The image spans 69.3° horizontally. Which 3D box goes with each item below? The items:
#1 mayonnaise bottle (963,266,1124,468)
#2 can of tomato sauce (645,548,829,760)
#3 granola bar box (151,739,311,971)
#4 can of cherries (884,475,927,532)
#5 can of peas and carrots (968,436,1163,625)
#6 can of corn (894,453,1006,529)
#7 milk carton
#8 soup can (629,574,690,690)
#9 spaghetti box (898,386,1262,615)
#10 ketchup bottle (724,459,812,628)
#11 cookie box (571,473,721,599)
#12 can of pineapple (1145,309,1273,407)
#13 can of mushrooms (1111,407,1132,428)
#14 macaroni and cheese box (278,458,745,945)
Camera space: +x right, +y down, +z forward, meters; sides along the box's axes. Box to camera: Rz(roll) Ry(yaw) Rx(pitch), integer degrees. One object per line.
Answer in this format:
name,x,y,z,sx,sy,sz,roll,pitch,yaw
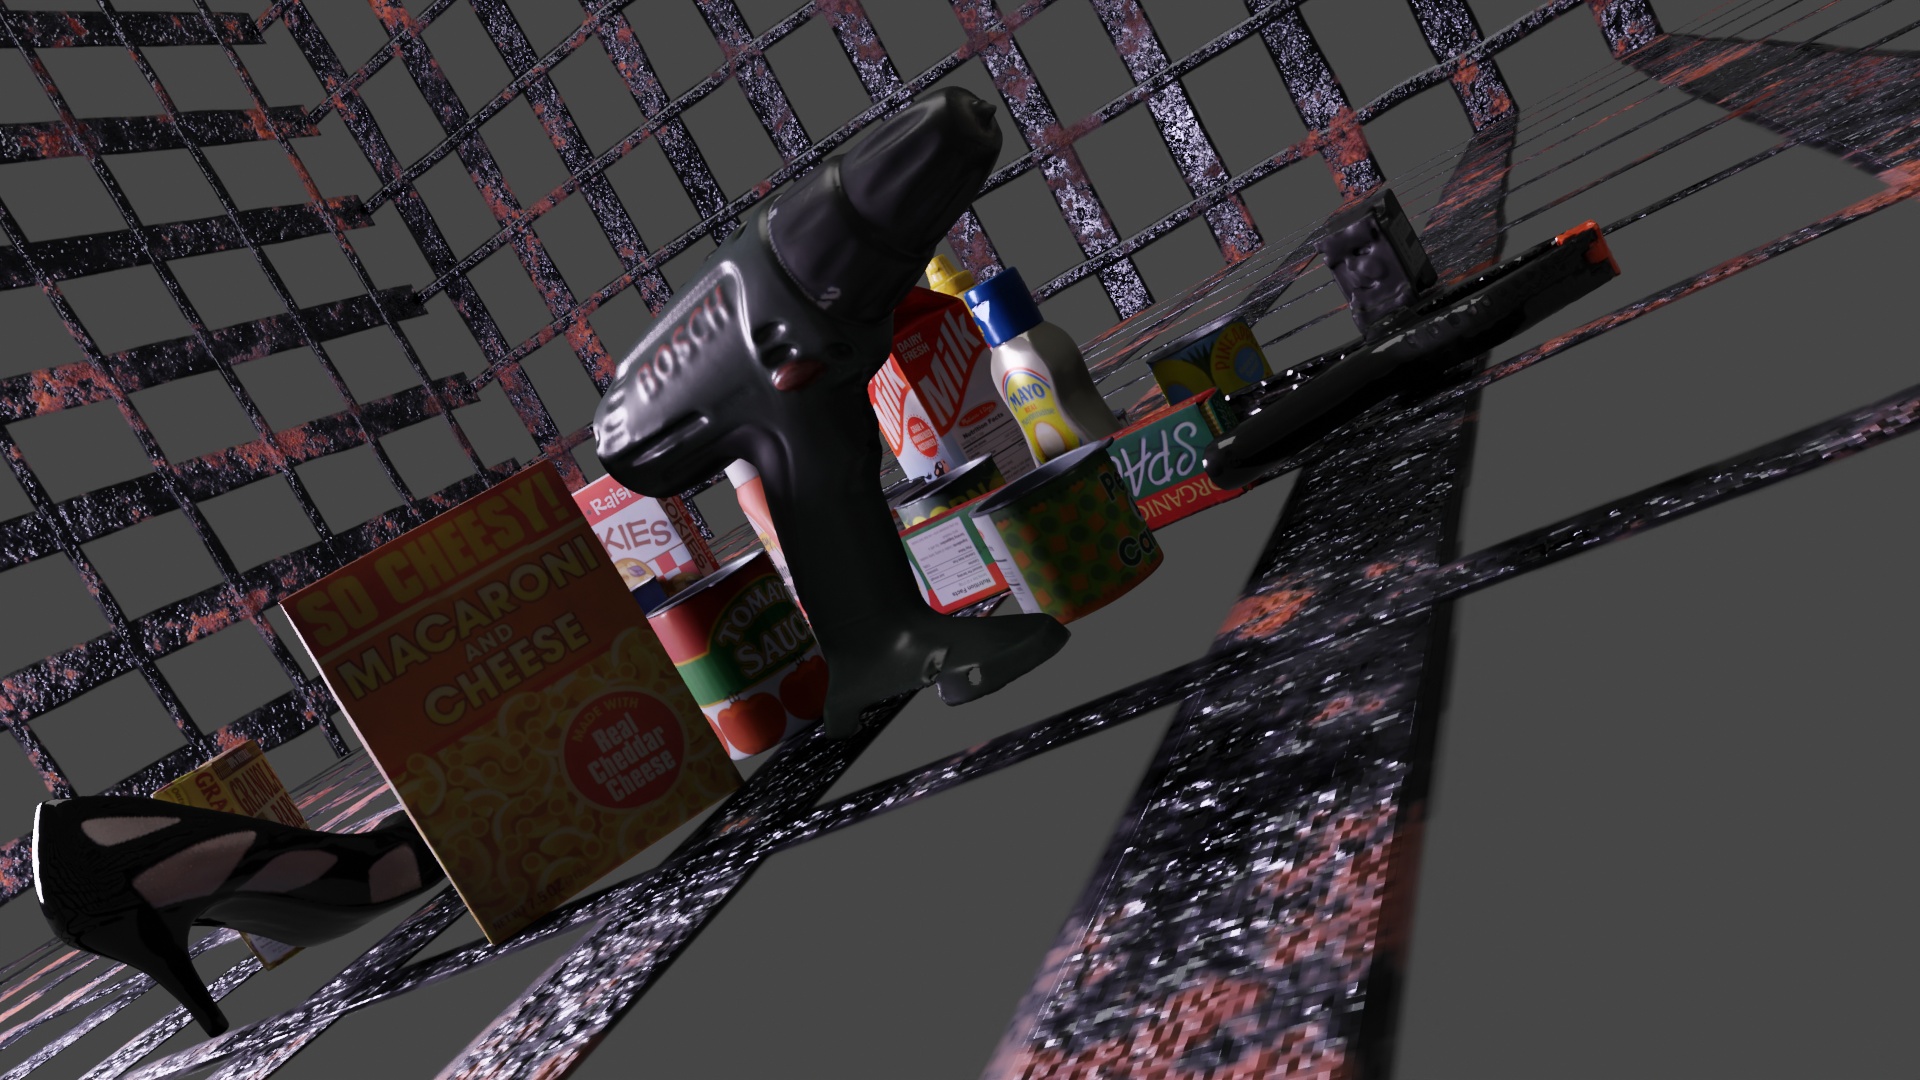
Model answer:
mayonnaise bottle,0.052,-0.092,0.840,0.041,0.148,0.064,-34,8,-37
can of tomato sauce,-0.103,0.055,0.680,0.071,0.083,0.071,-29,7,4
granola bar box,-0.448,0.194,0.884,0.039,0.124,0.165,-32,7,-18
can of cherries,-0.040,-0.003,0.937,0.071,0.058,0.071,-29,7,4
can of peas and carrots,0.048,-0.003,0.598,0.071,0.058,0.071,-29,7,4
can of corn,0.003,-0.010,0.823,0.071,0.058,0.071,-29,7,4
milk carton,-0.014,-0.099,0.979,0.074,0.190,0.072,-33,8,-28
soup can,-0.234,0.079,1.019,0.071,0.083,0.071,-29,7,4
spaghetti box,0.036,-0.007,0.706,0.249,0.050,0.029,-24,9,36
ketchup bottle,-0.116,-0.012,0.935,0.043,0.148,0.064,-31,7,-14
cookie box,-0.251,0.033,1.070,0.123,0.167,0.040,-28,7,14
can of pineapple,0.158,-0.101,0.856,0.071,0.058,0.071,-29,7,4
can of mushrooms,0.090,-0.061,0.938,0.071,0.033,0.071,-29,7,4
macaroni and cheese box,-0.190,0.067,0.599,0.124,0.166,0.040,-32,7,-19
